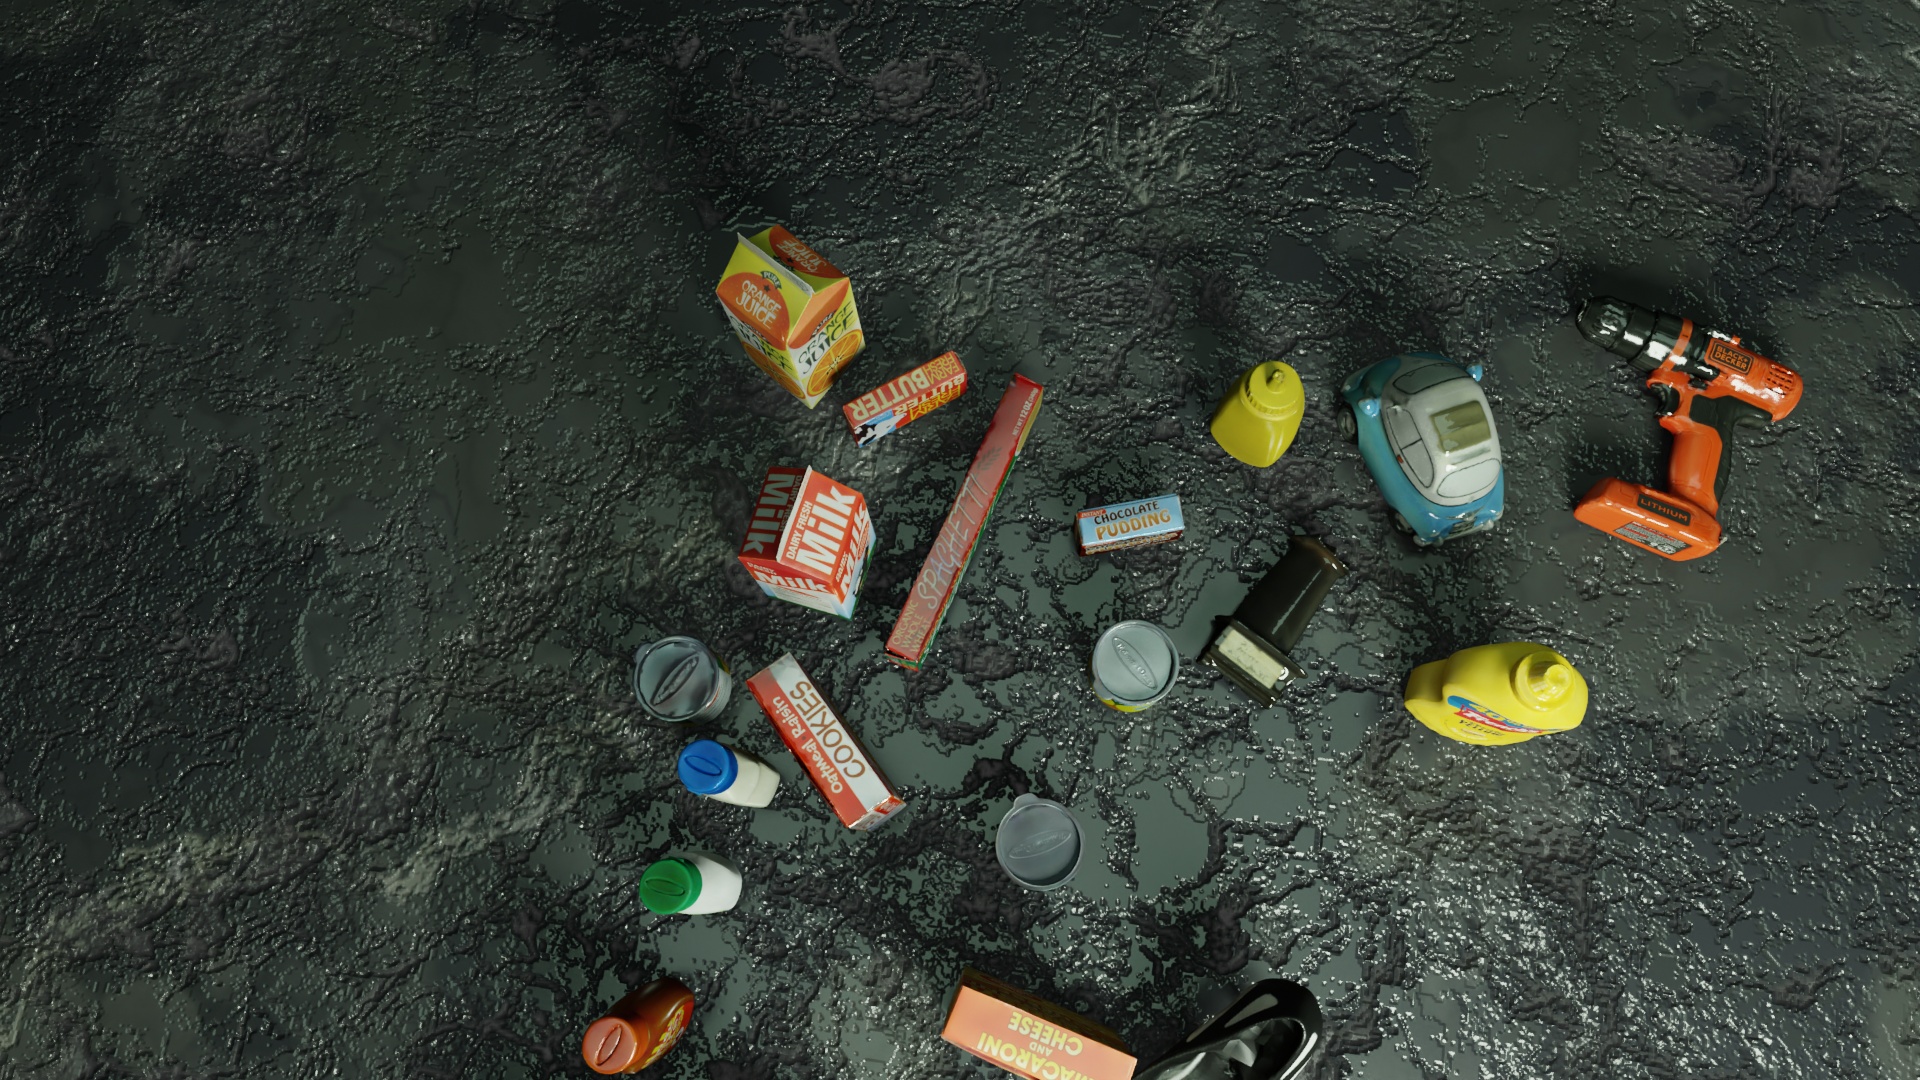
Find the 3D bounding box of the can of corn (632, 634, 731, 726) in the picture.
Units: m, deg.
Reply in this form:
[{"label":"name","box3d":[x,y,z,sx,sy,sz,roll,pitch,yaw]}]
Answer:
[{"label":"can of corn","box3d":[-0.217,0.108,1.079,0.071,0.058,0.071,0,77,1]}]

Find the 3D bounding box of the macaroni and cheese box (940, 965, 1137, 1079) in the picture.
[{"label":"macaroni and cheese box","box3d":[0.051,0.343,0.962,0.124,0.166,0.040,21,78,6]}]

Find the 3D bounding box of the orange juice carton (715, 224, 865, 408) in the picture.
[{"label":"orange juice carton","box3d":[-0.130,-0.178,1.077,0.072,0.192,0.073,39,81,9]}]

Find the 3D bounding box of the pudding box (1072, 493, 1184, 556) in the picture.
[{"label":"pudding box","box3d":[0.133,-0.012,1.106,0.084,0.049,0.030,-10,77,-1]}]

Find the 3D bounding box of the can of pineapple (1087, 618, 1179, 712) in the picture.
[{"label":"can of pineapple","box3d":[0.131,0.098,1.075,0.071,0.057,0.071,0,77,1]}]

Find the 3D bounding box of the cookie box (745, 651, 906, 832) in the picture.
[{"label":"cookie box","box3d":[-0.095,0.151,1.010,0.040,0.167,0.123,-36,79,-7]}]

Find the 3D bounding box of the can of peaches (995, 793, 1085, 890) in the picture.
[{"label":"can of peaches","box3d":[0.058,0.226,1.045,0.071,0.058,0.071,0,77,1]}]

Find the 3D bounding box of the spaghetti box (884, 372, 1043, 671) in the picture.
[{"label":"spaghetti box","box3d":[0.004,-0.014,1.108,0.029,0.050,0.250,23,78,6]}]

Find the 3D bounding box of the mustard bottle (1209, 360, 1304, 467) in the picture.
[{"label":"mustard bottle","box3d":[0.234,-0.103,1.069,0.065,0.160,0.049,35,80,8]}]

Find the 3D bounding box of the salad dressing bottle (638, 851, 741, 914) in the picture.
[{"label":"salad dressing bottle","box3d":[-0.197,0.247,0.999,0.064,0.147,0.044,14,78,4]}]

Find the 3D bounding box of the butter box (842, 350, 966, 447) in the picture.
[{"label":"butter box","box3d":[-0.045,-0.115,1.132,0.103,0.053,0.024,-28,78,-5]}]

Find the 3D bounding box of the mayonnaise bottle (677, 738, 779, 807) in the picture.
[{"label":"mayonnaise bottle","box3d":[-0.173,0.169,1.017,0.065,0.147,0.041,22,79,6]}]

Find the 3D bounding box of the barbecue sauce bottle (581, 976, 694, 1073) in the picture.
[{"label":"barbecue sauce bottle","box3d":[-0.228,0.345,0.976,0.044,0.148,0.065,29,79,7]}]

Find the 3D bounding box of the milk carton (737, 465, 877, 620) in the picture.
[{"label":"milk carton","box3d":[-0.113,0.001,1.035,0.073,0.190,0.072,16,78,5]}]
